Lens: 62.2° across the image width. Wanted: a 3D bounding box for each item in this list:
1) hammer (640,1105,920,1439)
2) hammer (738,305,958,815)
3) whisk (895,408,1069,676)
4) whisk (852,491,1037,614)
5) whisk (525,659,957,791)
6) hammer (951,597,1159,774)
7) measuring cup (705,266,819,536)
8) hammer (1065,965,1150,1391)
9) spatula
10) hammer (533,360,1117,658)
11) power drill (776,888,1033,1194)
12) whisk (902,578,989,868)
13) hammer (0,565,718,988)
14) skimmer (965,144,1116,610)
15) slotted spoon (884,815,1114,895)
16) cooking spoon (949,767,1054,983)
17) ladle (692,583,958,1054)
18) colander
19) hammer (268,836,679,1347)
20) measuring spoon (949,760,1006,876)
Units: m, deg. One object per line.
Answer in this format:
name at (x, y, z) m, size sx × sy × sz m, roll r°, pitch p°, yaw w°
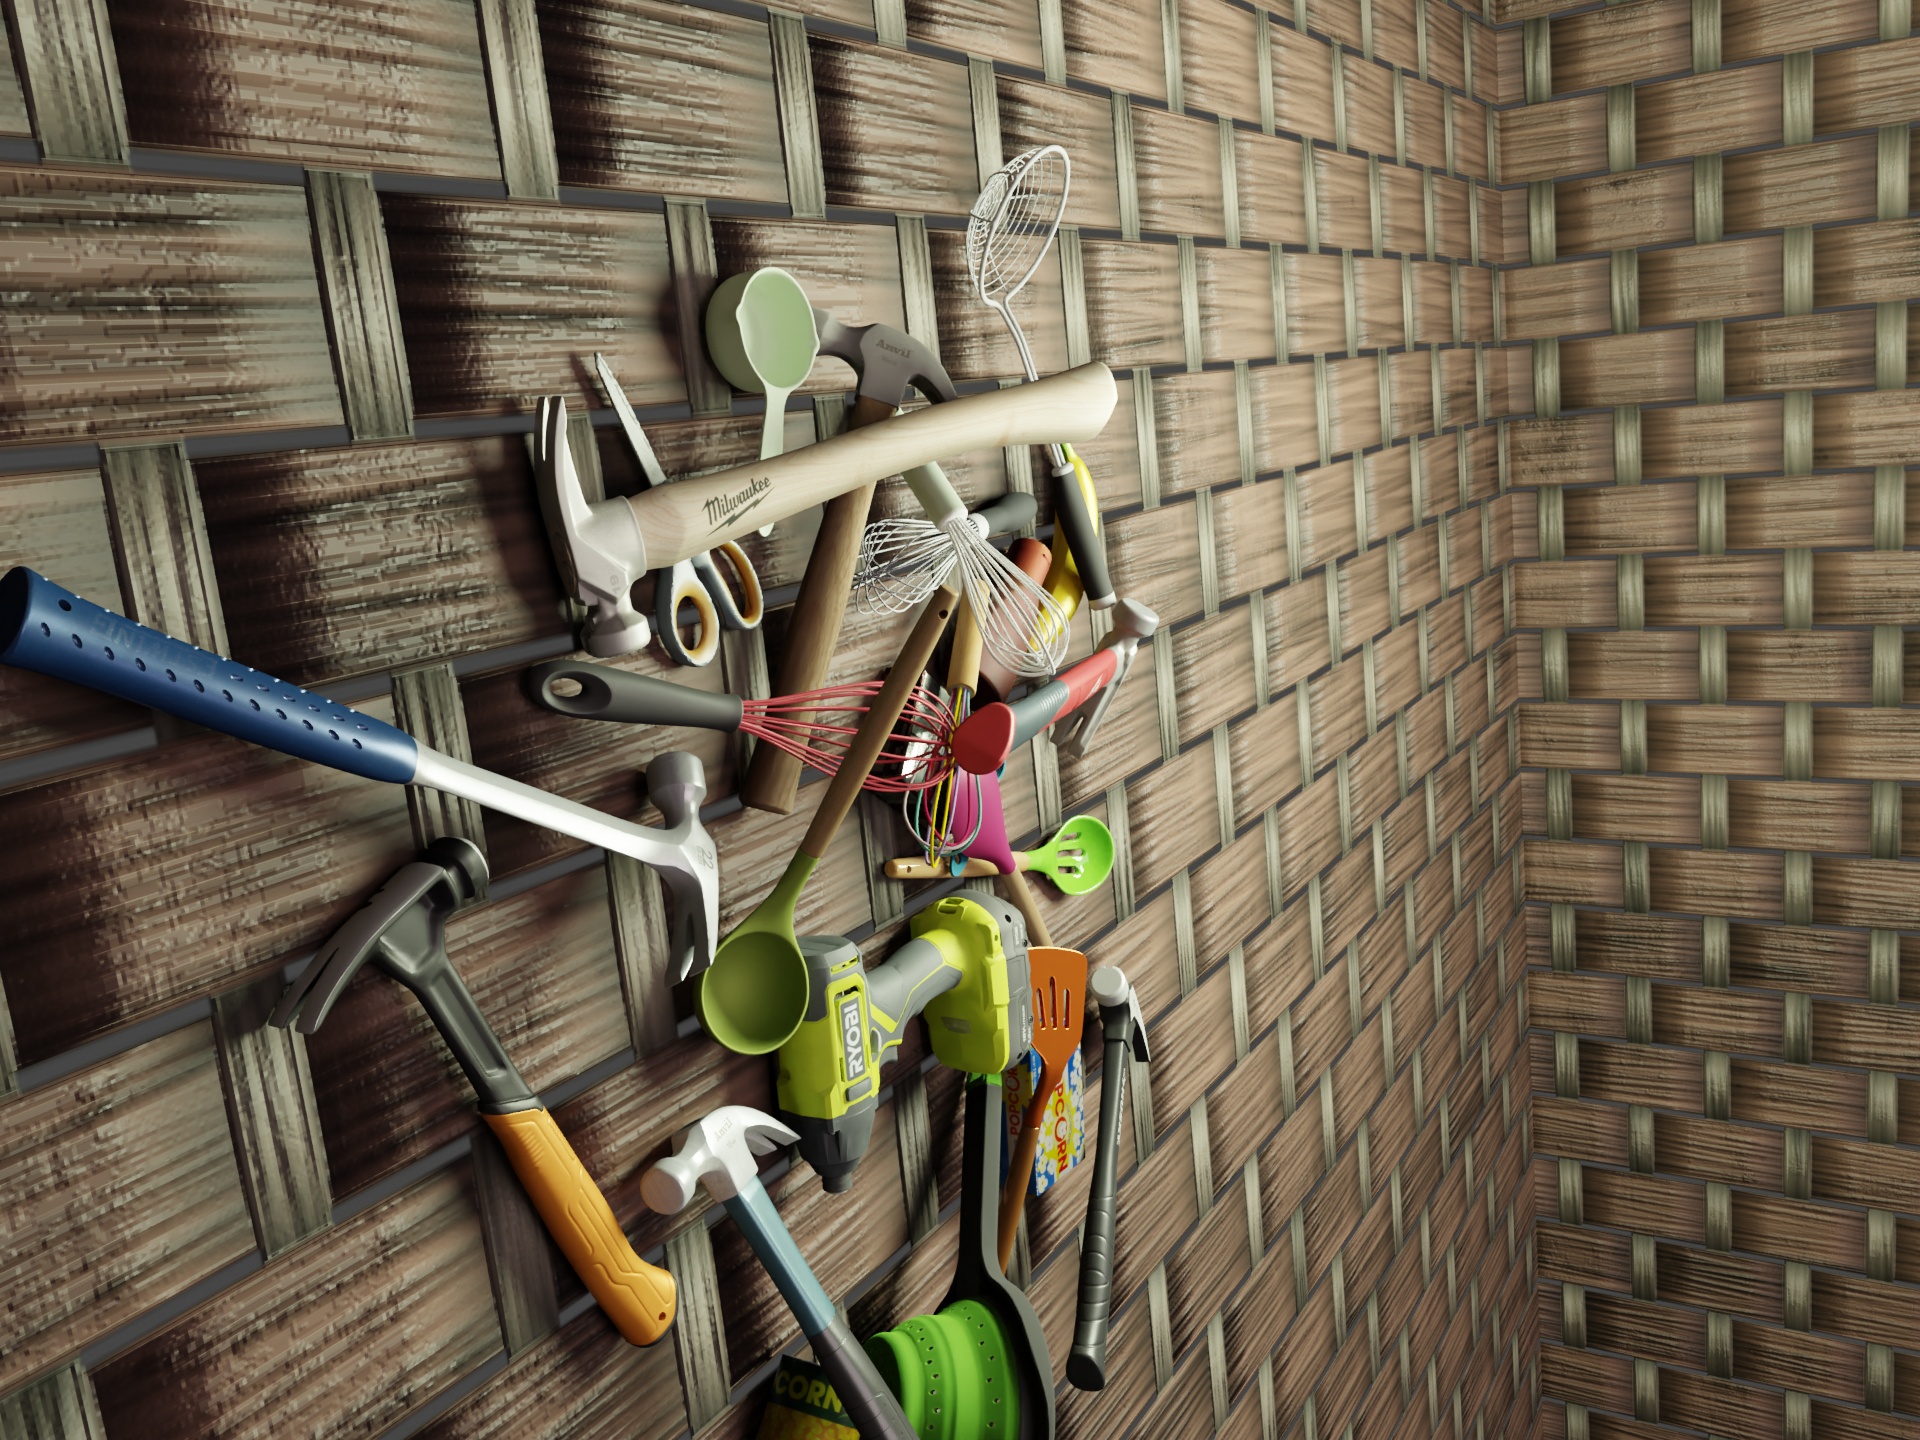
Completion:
hammer at (-0.080, 0.386, 0.986) m, size 0.331 × 0.033 × 0.128 m, roll 60°, pitch 21°, yaw -5°
hammer at (-0.082, -0.100, 1.044) m, size 0.130 × 0.031 × 0.331 m, roll 16°, pitch 82°, yaw -12°
whisk at (-0.001, -0.131, 1.095) m, size 0.246 × 0.058 × 0.059 m, roll 58°, pitch -5°, yaw 17°
whisk at (-0.007, -0.137, 1.190) m, size 0.284 × 0.070 × 0.070 m, roll -34°, pitch 120°, yaw -58°
whisk at (-0.119, -0.002, 0.952) m, size 0.295 × 0.073 × 0.073 m, roll 9°, pitch 83°, yaw -37°
hammer at (0.063, -0.002, 1.180) m, size 0.143 × 0.038 × 0.386 m, roll -63°, pitch 168°, yaw 18°
measuring cup at (-0.131, -0.200, 1.002) m, size 0.083 × 0.038 × 0.167 m, roll 3°, pitch 90°, yaw -58°
hammer at (0.123, 0.390, 1.351) m, size 0.146 × 0.035 × 0.335 m, roll 66°, pitch 28°, yaw -54°
spatula at (0.045, 0.340, 1.265) m, size 0.081 × 0.041 × 0.322 m, roll 9°, pitch 97°, yaw -39°
hammer at (-0.063, -0.171, 0.979) m, size 0.410 × 0.038 × 0.146 m, roll -24°, pitch 113°, yaw -33°
power drill at (-0.042, 0.218, 1.124) m, size 0.223 × 0.080 × 0.171 m, roll -16°, pitch 104°, yaw -53°
whisk at (-0.001, -0.005, 1.131) m, size 0.047 × 0.051 × 0.245 m, roll 45°, pitch 41°, yaw -41°
hammer at (-0.259, 0.027, 0.773) m, size 0.405 × 0.035 × 0.144 m, roll 30°, pitch 38°, yaw -50°
skimmer at (0.088, -0.263, 1.266) m, size 0.127 × 0.090 × 0.363 m, roll -41°, pitch 117°, yaw -51°
slotted spoon at (0.036, 0.113, 1.287) m, size 0.313 × 0.031 × 0.070 m, roll 4°, pitch 90°, yaw -56°
cooking spoon at (0.044, 0.130, 1.262) m, size 0.069 × 0.017 × 0.318 m, roll -60°, pitch 147°, yaw -28°
ladle at (-0.074, 0.064, 0.950) m, size 0.078 × 0.062 × 0.320 m, roll 15°, pitch 113°, yaw -36°
colander at (-0.021, 0.417, 1.142) m, size 0.094 × 0.204 × 0.397 m, roll 17°, pitch 55°, yaw -22°
hammer at (-0.235, 0.229, 0.852) m, size 0.127 × 0.034 × 0.336 m, roll -54°, pitch 134°, yaw -43°
measuring spoon at (0.005, 0.064, 1.233) m, size 0.042 × 0.021 × 0.129 m, roll 47°, pitch 50°, yaw -40°
